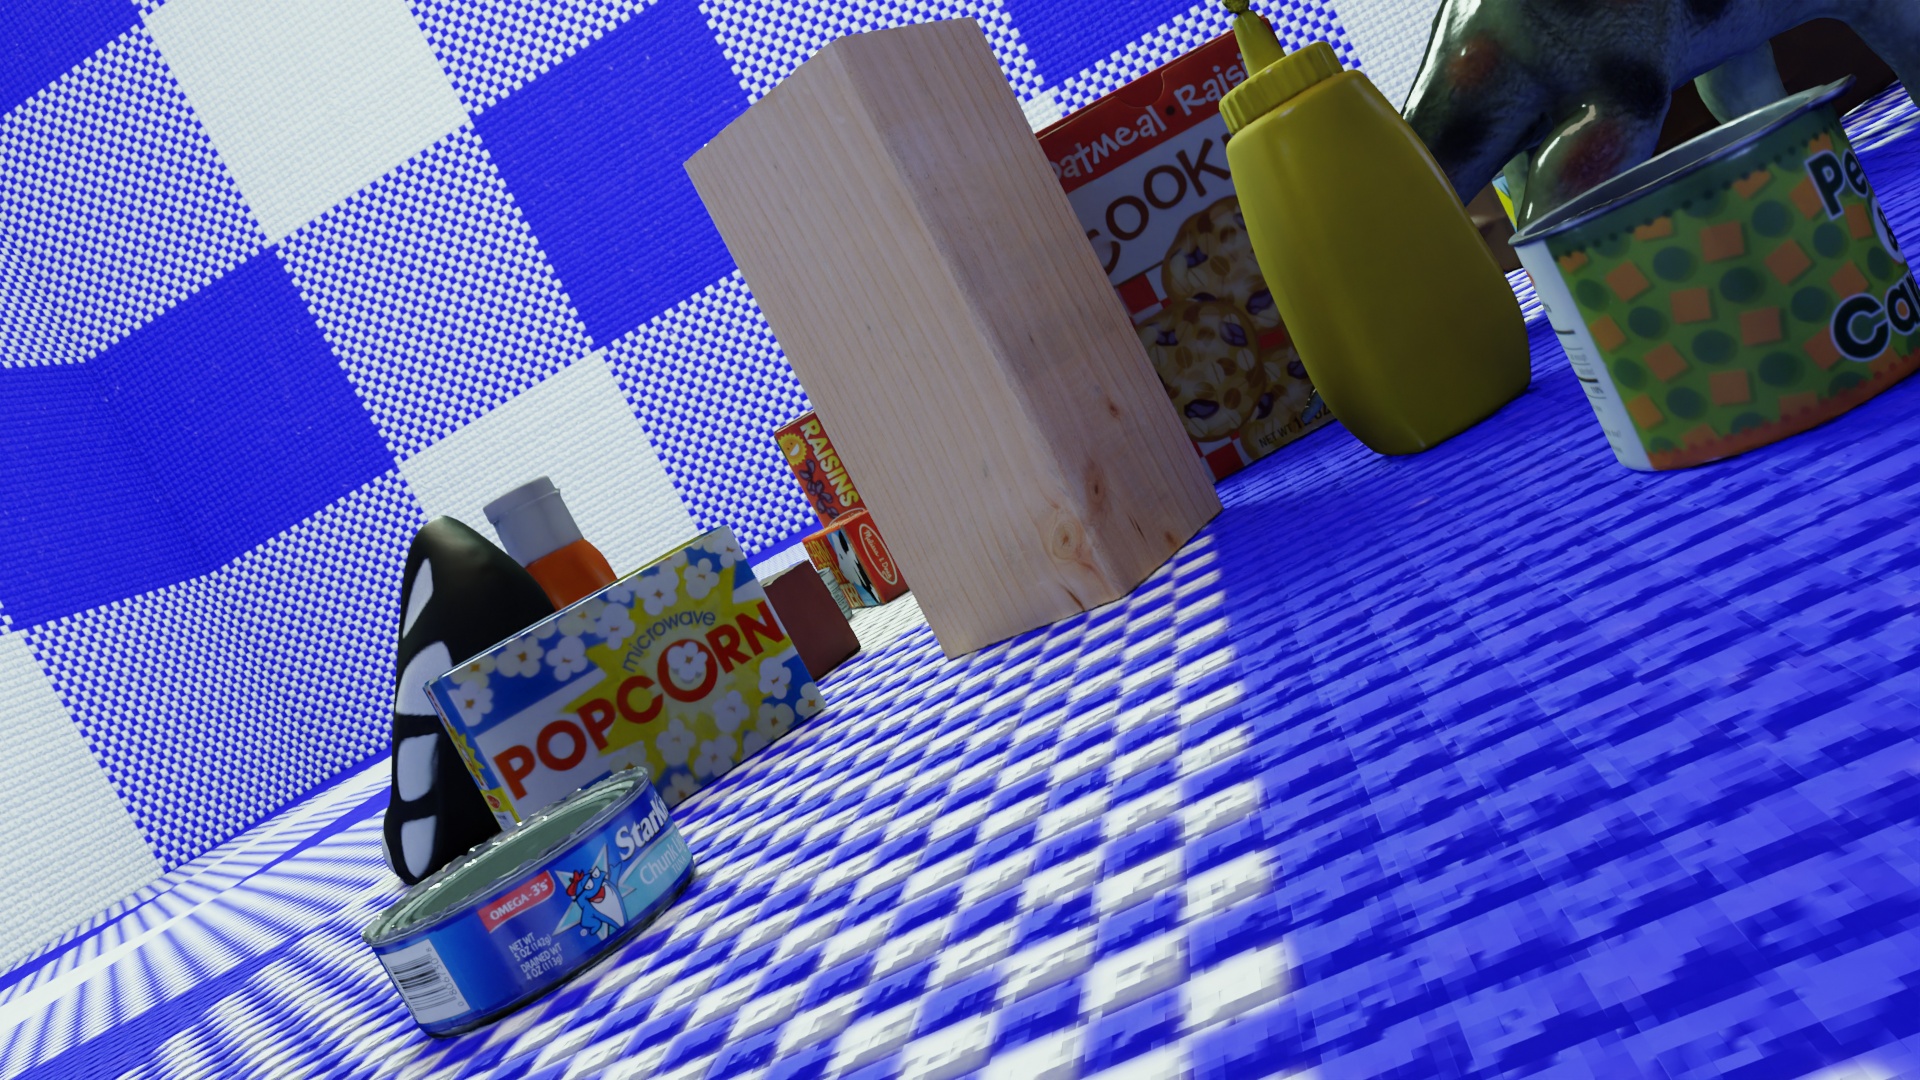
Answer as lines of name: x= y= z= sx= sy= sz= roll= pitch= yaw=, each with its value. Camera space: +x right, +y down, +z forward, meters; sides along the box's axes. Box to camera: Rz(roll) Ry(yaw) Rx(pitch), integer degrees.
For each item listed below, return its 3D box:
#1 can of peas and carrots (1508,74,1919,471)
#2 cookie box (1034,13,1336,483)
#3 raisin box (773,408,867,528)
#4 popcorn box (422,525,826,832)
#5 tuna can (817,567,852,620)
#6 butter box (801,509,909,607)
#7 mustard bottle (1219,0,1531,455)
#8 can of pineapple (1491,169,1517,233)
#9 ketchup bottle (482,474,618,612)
can of peas and carrots: x=0.164 y=-0.056 z=0.297 sx=0.071 sy=0.058 sz=0.071 roll=-28 pitch=5 yaw=3
cookie box: x=0.112 y=-0.121 z=0.602 sx=0.123 sy=0.167 sz=0.040 roll=-28 pitch=5 yaw=0
raisin box: x=-0.069 y=-0.036 z=0.952 sx=0.040 sy=0.123 sz=0.086 roll=-26 pitch=5 yaw=23
popcorn box: x=-0.126 y=0.060 z=0.532 sx=0.127 sy=0.085 sz=0.038 roll=-31 pitch=6 yaw=-32
tuna can: x=-0.101 y=0.047 z=0.820 sx=0.071 sy=0.033 sz=0.071 roll=-28 pitch=5 yaw=3
butter box: x=-0.064 y=0.013 z=0.840 sx=0.024 sy=0.053 sz=0.103 roll=-30 pitch=5 yaw=-19
mustard bottle: x=0.124 y=-0.108 z=0.450 sx=0.065 sy=0.160 sz=0.049 roll=-29 pitch=5 yaw=-11
can of pineapple: x=0.296 y=-0.163 z=0.661 sx=0.071 sy=0.058 sz=0.071 roll=-28 pitch=5 yaw=3
ketchup bottle: x=-0.189 y=0.039 z=0.704 sx=0.044 sy=0.148 sz=0.064 roll=-31 pitch=6 yaw=-30
